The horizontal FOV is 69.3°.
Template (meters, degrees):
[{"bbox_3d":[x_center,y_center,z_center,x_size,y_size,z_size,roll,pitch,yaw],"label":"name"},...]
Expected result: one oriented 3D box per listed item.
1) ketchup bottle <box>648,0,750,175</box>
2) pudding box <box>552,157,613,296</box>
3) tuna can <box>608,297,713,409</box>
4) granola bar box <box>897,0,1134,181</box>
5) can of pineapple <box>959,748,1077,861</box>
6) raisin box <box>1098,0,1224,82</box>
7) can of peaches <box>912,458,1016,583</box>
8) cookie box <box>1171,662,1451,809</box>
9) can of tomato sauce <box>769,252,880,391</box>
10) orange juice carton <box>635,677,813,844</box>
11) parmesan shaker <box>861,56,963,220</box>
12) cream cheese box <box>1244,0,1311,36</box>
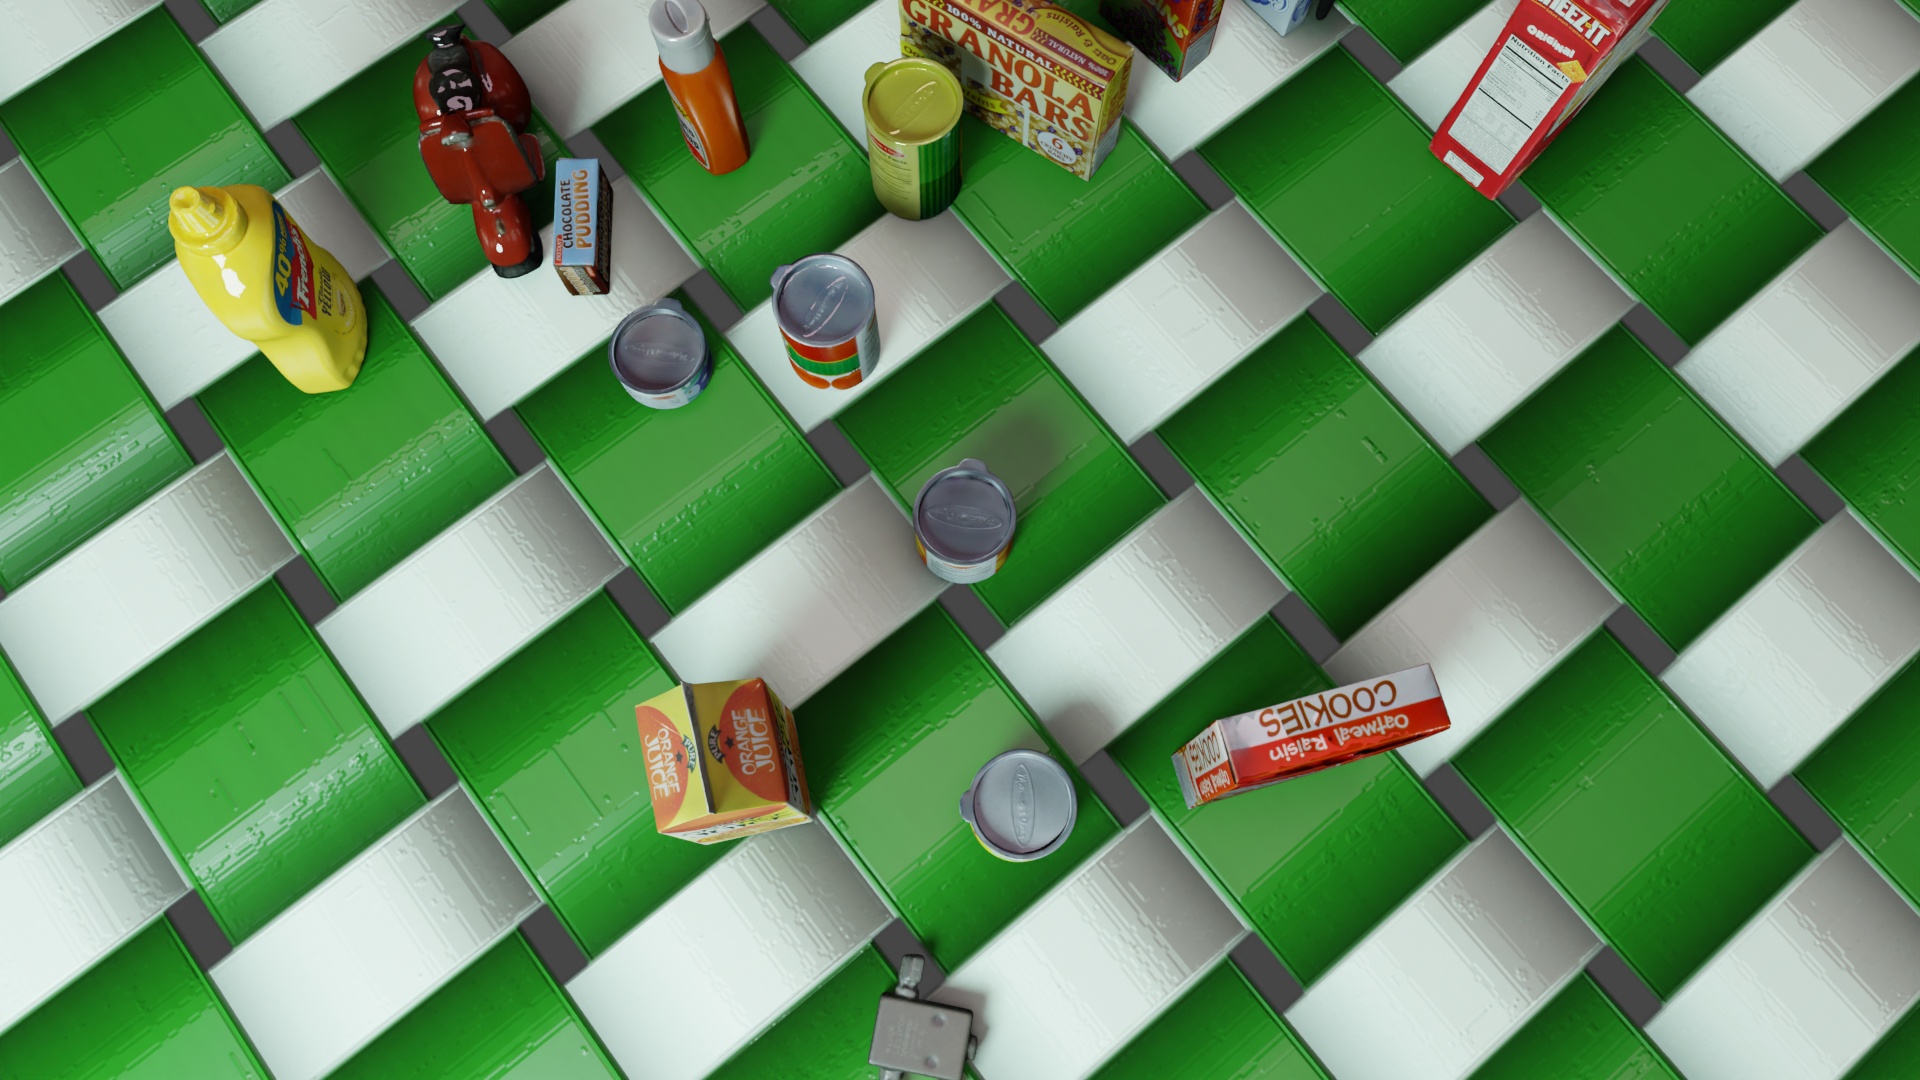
[{"bbox_3d":[-0.178,-0.311,0.943,0.043,0.148,0.065,-28,77,-7],"label":"ketchup bottle"},{"bbox_3d":[-0.263,-0.219,0.968,0.030,0.049,0.084,-2,75,-1],"label":"pudding box"},{"bbox_3d":[-0.204,-0.128,0.952,0.071,0.032,0.071,0,75,0],"label":"tuna can"},{"bbox_3d":[0.034,-0.331,0.962,0.166,0.124,0.039,33,77,8],"label":"granola bar box"},{"bbox_3d":[0.036,0.164,0.859,0.071,0.057,0.071,0,75,0],"label":"can of pineapple"},{"bbox_3d":[0.144,-0.395,0.981,0.040,0.123,0.086,-41,79,-10],"label":"raisin box"},{"bbox_3d":[0.003,-0.011,0.908,0.071,0.058,0.071,0,75,0],"label":"can of peaches"},{"bbox_3d":[0.199,0.119,0.816,0.123,0.167,0.040,-15,76,-4],"label":"cookie box"},{"bbox_3d":[-0.090,-0.145,0.931,0.071,0.083,0.071,0,75,0],"label":"can of tomato sauce"},{"bbox_3d":[-0.135,0.129,0.798,0.073,0.192,0.072,-13,75,-3],"label":"orange juice carton"},{"bbox_3d":[-0.033,-0.277,0.958,0.071,0.103,0.071,0,75,0],"label":"parmesan shaker"},{"bbox_3d":[0.217,-0.426,1.026,0.024,0.053,0.104,-41,79,-10],"label":"cream cheese box"}]
